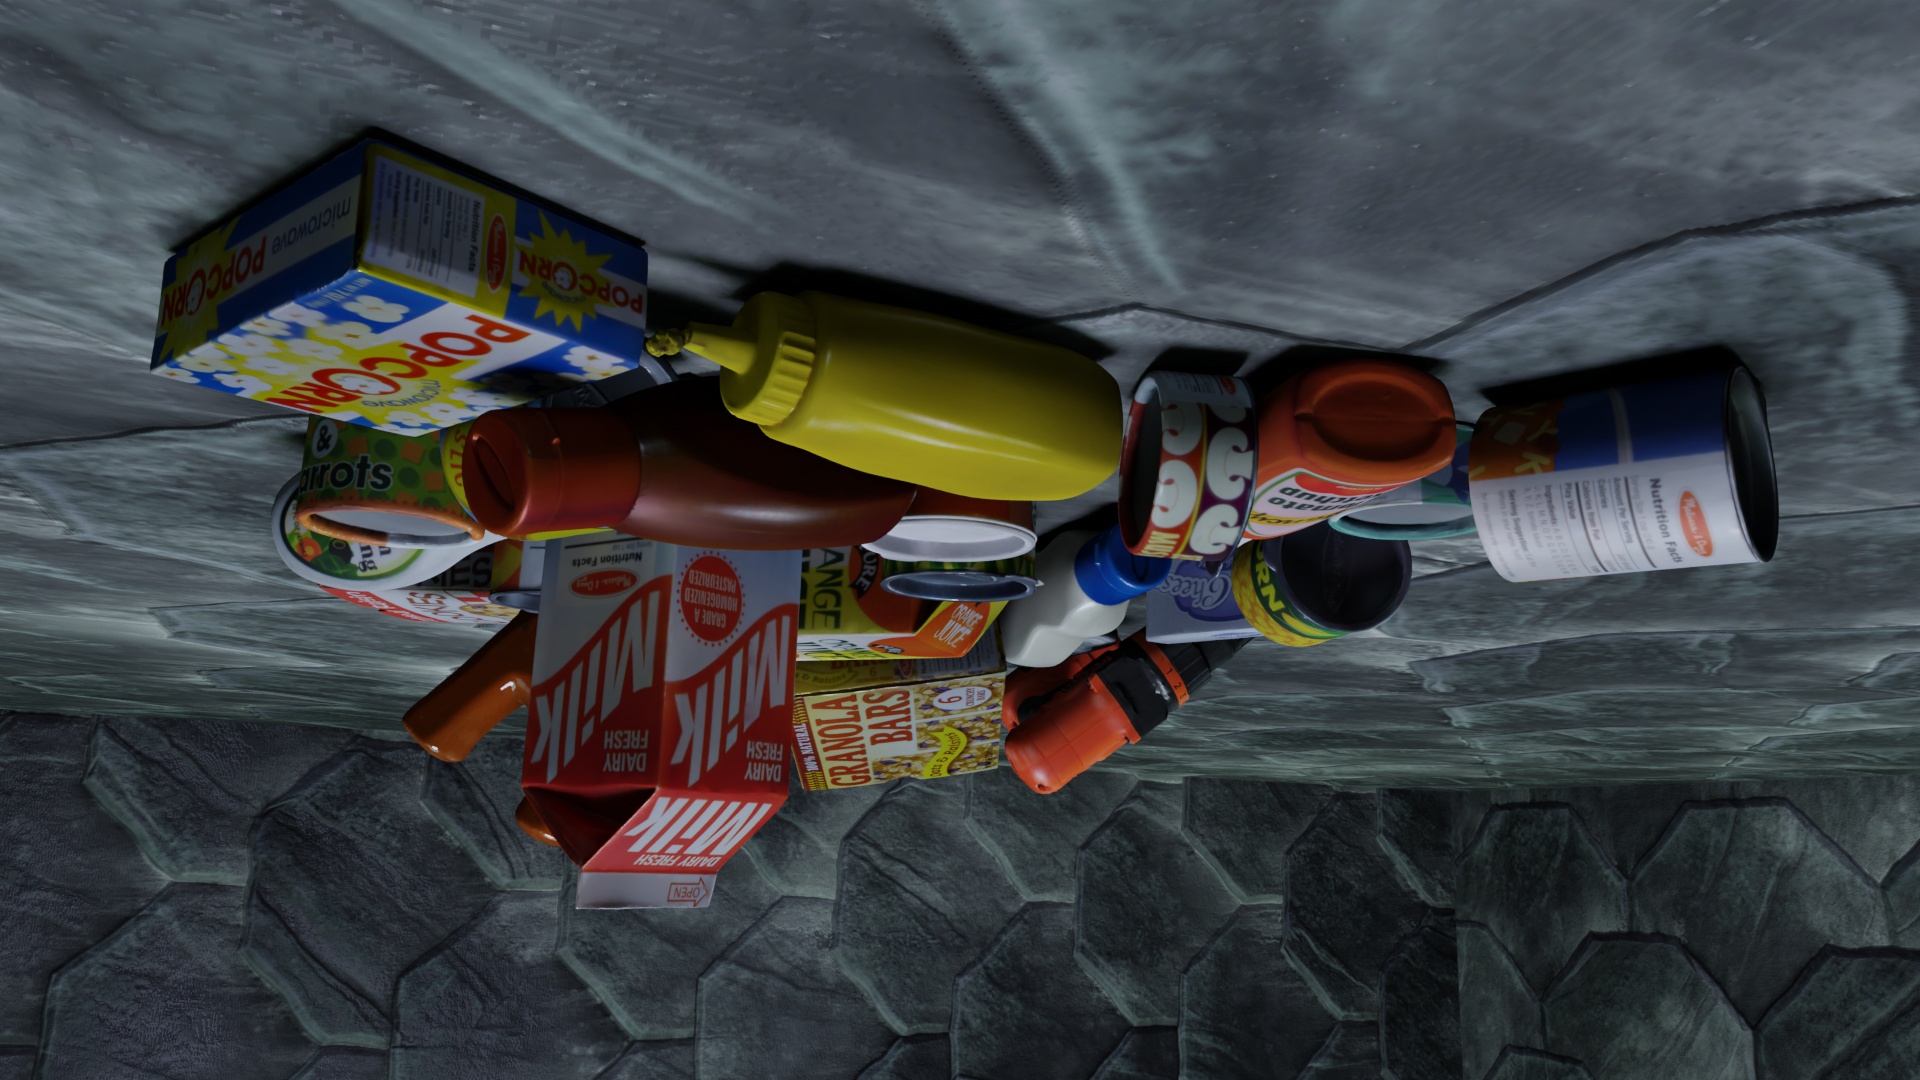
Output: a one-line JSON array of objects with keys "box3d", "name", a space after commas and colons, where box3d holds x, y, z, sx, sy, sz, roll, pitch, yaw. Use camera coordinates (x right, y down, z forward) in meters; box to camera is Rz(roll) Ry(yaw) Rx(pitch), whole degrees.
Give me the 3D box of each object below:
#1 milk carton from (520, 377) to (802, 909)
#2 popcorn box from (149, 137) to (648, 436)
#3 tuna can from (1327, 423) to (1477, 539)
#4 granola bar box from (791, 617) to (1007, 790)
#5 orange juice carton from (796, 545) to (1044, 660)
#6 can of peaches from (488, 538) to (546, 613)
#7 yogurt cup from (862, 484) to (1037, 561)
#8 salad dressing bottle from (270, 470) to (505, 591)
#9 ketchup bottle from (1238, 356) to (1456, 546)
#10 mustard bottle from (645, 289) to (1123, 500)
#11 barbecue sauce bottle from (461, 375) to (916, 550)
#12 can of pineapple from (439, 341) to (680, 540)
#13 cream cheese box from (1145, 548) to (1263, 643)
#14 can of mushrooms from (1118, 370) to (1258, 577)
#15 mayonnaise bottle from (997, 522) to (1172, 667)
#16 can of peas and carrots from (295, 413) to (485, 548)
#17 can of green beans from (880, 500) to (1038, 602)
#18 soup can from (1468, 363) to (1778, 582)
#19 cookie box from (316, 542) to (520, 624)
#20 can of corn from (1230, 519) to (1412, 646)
[{"box3d": [-0.112, 0.042, 0.531, 0.073, 0.191, 0.072, -6, 164, 32], "name": "milk carton"}, {"box3d": [-0.163, -0.066, 0.401, 0.126, 0.038, 0.085, -9, 165, 39], "name": "popcorn box"}, {"box3d": [0.183, -0.022, 0.560, 0.071, 0.033, 0.071, 2, 167, 1], "name": "tuna can"}, {"box3d": [-0.039, 0.098, 0.806, 0.124, 0.039, 0.164, -6, 153, -3], "name": "granola bar box"}, {"box3d": [-0.060, 0.019, 0.691, 0.192, 0.073, 0.071, -3, 166, 17], "name": "orange juice carton"}, {"box3d": [-0.193, 0.003, 0.675, 0.071, 0.058, 0.071, 1, 168, 0], "name": "can of peaches"}, {"box3d": [-0.004, -0.024, 0.531, 0.072, 0.054, 0.072, 2, 167, 0], "name": "yogurt cup"}, {"box3d": [-0.219, -0.016, 0.598, 0.147, 0.064, 0.044, -9, -176, 11], "name": "salad dressing bottle"}, {"box3d": [0.122, -0.027, 0.527, 0.065, 0.043, 0.148, 1, 168, -12], "name": "ketchup bottle"}, {"box3d": [-0.023, -0.048, 0.440, 0.160, 0.049, 0.065, 12, 163, -35], "name": "mustard bottle"}, {"box3d": [-0.083, -0.025, 0.447, 0.149, 0.065, 0.043, -6, 144, -49], "name": "barbecue sauce bottle"}, {"box3d": [-0.135, -0.034, 0.476, 0.058, 0.071, 0.071, -7, 164, 36], "name": "can of pineapple"}, {"box3d": [0.145, 0.024, 0.727, 0.103, 0.053, 0.024, -9, 165, 39], "name": "cream cheese box"}, {"box3d": [0.078, -0.023, 0.485, 0.033, 0.071, 0.071, 5, 167, -7], "name": "can of mushrooms"}, {"box3d": [0.062, 0.025, 0.733, 0.041, 0.065, 0.147, 7, 163, -19], "name": "mayonnaise bottle"}, {"box3d": [-0.210, -0.032, 0.516, 0.071, 0.059, 0.071, 1, 167, 0], "name": "can of peas and carrots"}, {"box3d": [0.000, -0.007, 0.597, 0.071, 0.058, 0.071, 2, 167, 1], "name": "can of green beans"}, {"box3d": [0.231, -0.023, 0.484, 0.083, 0.071, 0.071, -8, 164, 41], "name": "soup can"}, {"box3d": [-0.266, 0.023, 0.814, 0.167, 0.040, 0.122, 1, 168, 3], "name": "cookie box"}, {"box3d": [0.165, 0.014, 0.650, 0.071, 0.071, 0.058, 4, 167, -9], "name": "can of corn"}]
